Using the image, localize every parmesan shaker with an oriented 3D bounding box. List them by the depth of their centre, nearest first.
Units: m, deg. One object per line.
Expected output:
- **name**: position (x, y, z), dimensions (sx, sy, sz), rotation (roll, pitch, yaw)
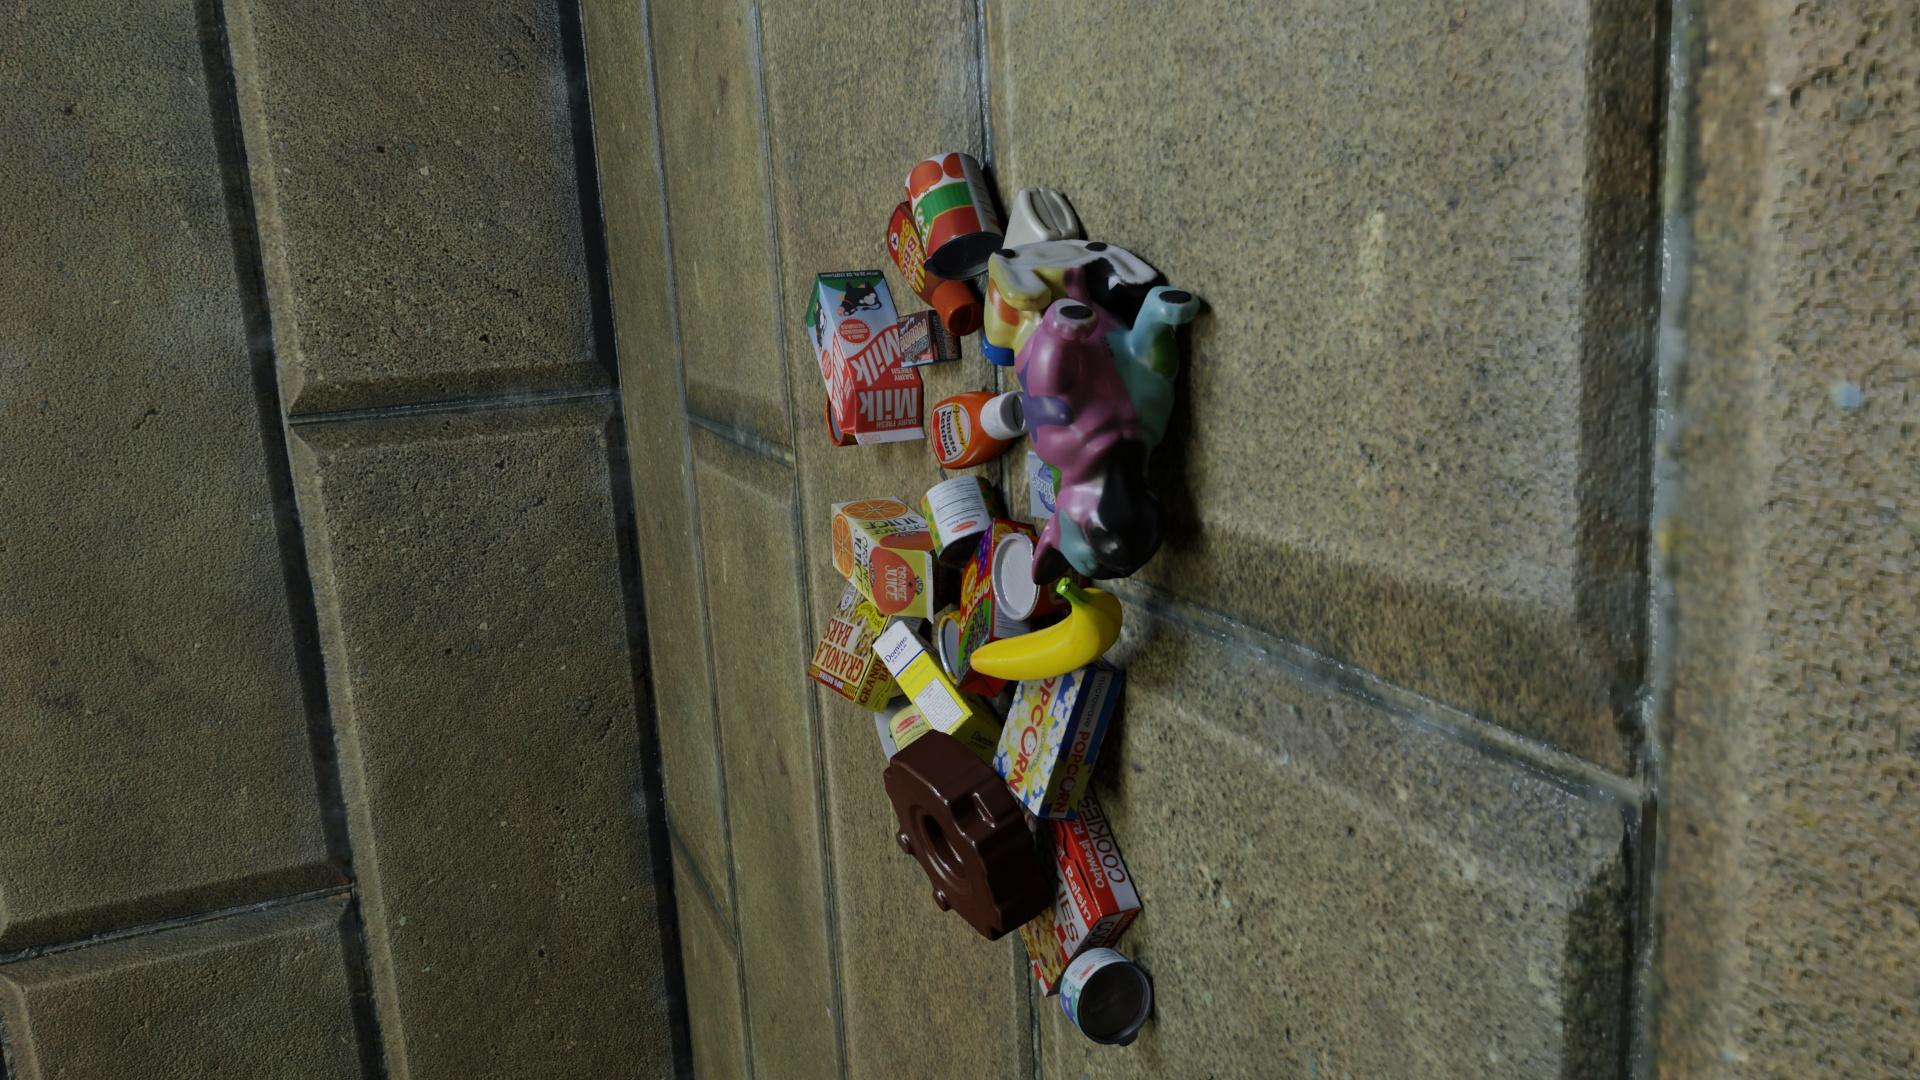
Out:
- **parmesan shaker**: position (-0.025, 0.219, 1.366), dimensions (0.071, 0.071, 0.103), rotation (109, 145, -49)

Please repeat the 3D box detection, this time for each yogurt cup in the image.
- **yogurt cup**: position (0.064, 0.028, 1.090), dimensions (0.072, 0.054, 0.072), rotation (6, 96, 60)

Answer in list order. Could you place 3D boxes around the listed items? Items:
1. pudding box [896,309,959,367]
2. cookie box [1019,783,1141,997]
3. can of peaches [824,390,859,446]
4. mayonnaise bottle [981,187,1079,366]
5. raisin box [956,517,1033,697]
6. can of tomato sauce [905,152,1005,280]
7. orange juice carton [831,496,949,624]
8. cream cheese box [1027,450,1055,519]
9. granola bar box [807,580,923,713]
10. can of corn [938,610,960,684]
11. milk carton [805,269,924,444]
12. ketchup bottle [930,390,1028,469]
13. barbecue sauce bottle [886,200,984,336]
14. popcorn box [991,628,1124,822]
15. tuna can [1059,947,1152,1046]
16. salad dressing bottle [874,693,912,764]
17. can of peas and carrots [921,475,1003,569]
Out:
- **pudding box**: position (-0.030, -0.188, 1.290), dimensions (0.083, 0.030, 0.049), rotation (-170, 73, -67)
- **cookie box**: position (0.085, 0.288, 1.156), dimensions (0.166, 0.040, 0.123), rotation (110, 145, -49)
- **can of peaches**: position (-0.106, -0.131, 1.458), dimensions (0.071, 0.058, 0.071), rotation (173, 89, -68)
- **mayonnaise bottle**: position (0.050, -0.198, 1.075), dimensions (0.147, 0.041, 0.065), rotation (109, 147, -51)
- **raisin box**: position (0.030, 0.055, 1.155), dimensions (0.085, 0.040, 0.124), rotation (118, 161, -49)
- **can of tomato sauce**: position (-0.006, -0.267, 1.150), dimensions (0.071, 0.071, 0.083), rotation (124, 134, -59)
- **orange juice carton**: position (-0.064, 0.018, 1.388), dimensions (0.193, 0.073, 0.071), rotation (-143, 49, -60)
- **cream cheese box**: position (0.084, -0.041, 1.066), dimensions (0.104, 0.024, 0.053), rotation (-166, 69, -67)
- **granola bar box**: position (-0.102, 0.107, 1.482), dimensions (0.124, 0.039, 0.165), rotation (-67, 22, -6)
- **can of corn**: position (0.020, 0.091, 1.224), dimensions (0.071, 0.058, 0.071), rotation (173, 89, -68)
- **milk carton**: position (-0.095, -0.176, 1.395), dimensions (0.073, 0.072, 0.191), rotation (117, 140, -54)
- **ketchup bottle**: position (0.020, -0.098, 1.180), dimensions (0.148, 0.043, 0.064), rotation (171, 92, -68)
- **barbecue sauce bottle**: position (-0.021, -0.238, 1.231), dimensions (0.064, 0.044, 0.149), rotation (104, 149, -42)
- **popcorn box**: position (0.075, 0.143, 1.085), dimensions (0.085, 0.038, 0.126), rotation (35, 110, 60)
- **tuna can**: position (0.113, 0.355, 1.077), dimensions (0.033, 0.071, 0.071), rotation (-166, 69, -67)
- **salad dressing bottle**: position (-0.046, 0.233, 1.443), dimensions (0.044, 0.064, 0.147), rotation (-19, 86, 30)
- **can of peas and carrots**: position (0.004, -0.015, 1.218), dimensions (0.070, 0.071, 0.059), rotation (118, 139, -56)
